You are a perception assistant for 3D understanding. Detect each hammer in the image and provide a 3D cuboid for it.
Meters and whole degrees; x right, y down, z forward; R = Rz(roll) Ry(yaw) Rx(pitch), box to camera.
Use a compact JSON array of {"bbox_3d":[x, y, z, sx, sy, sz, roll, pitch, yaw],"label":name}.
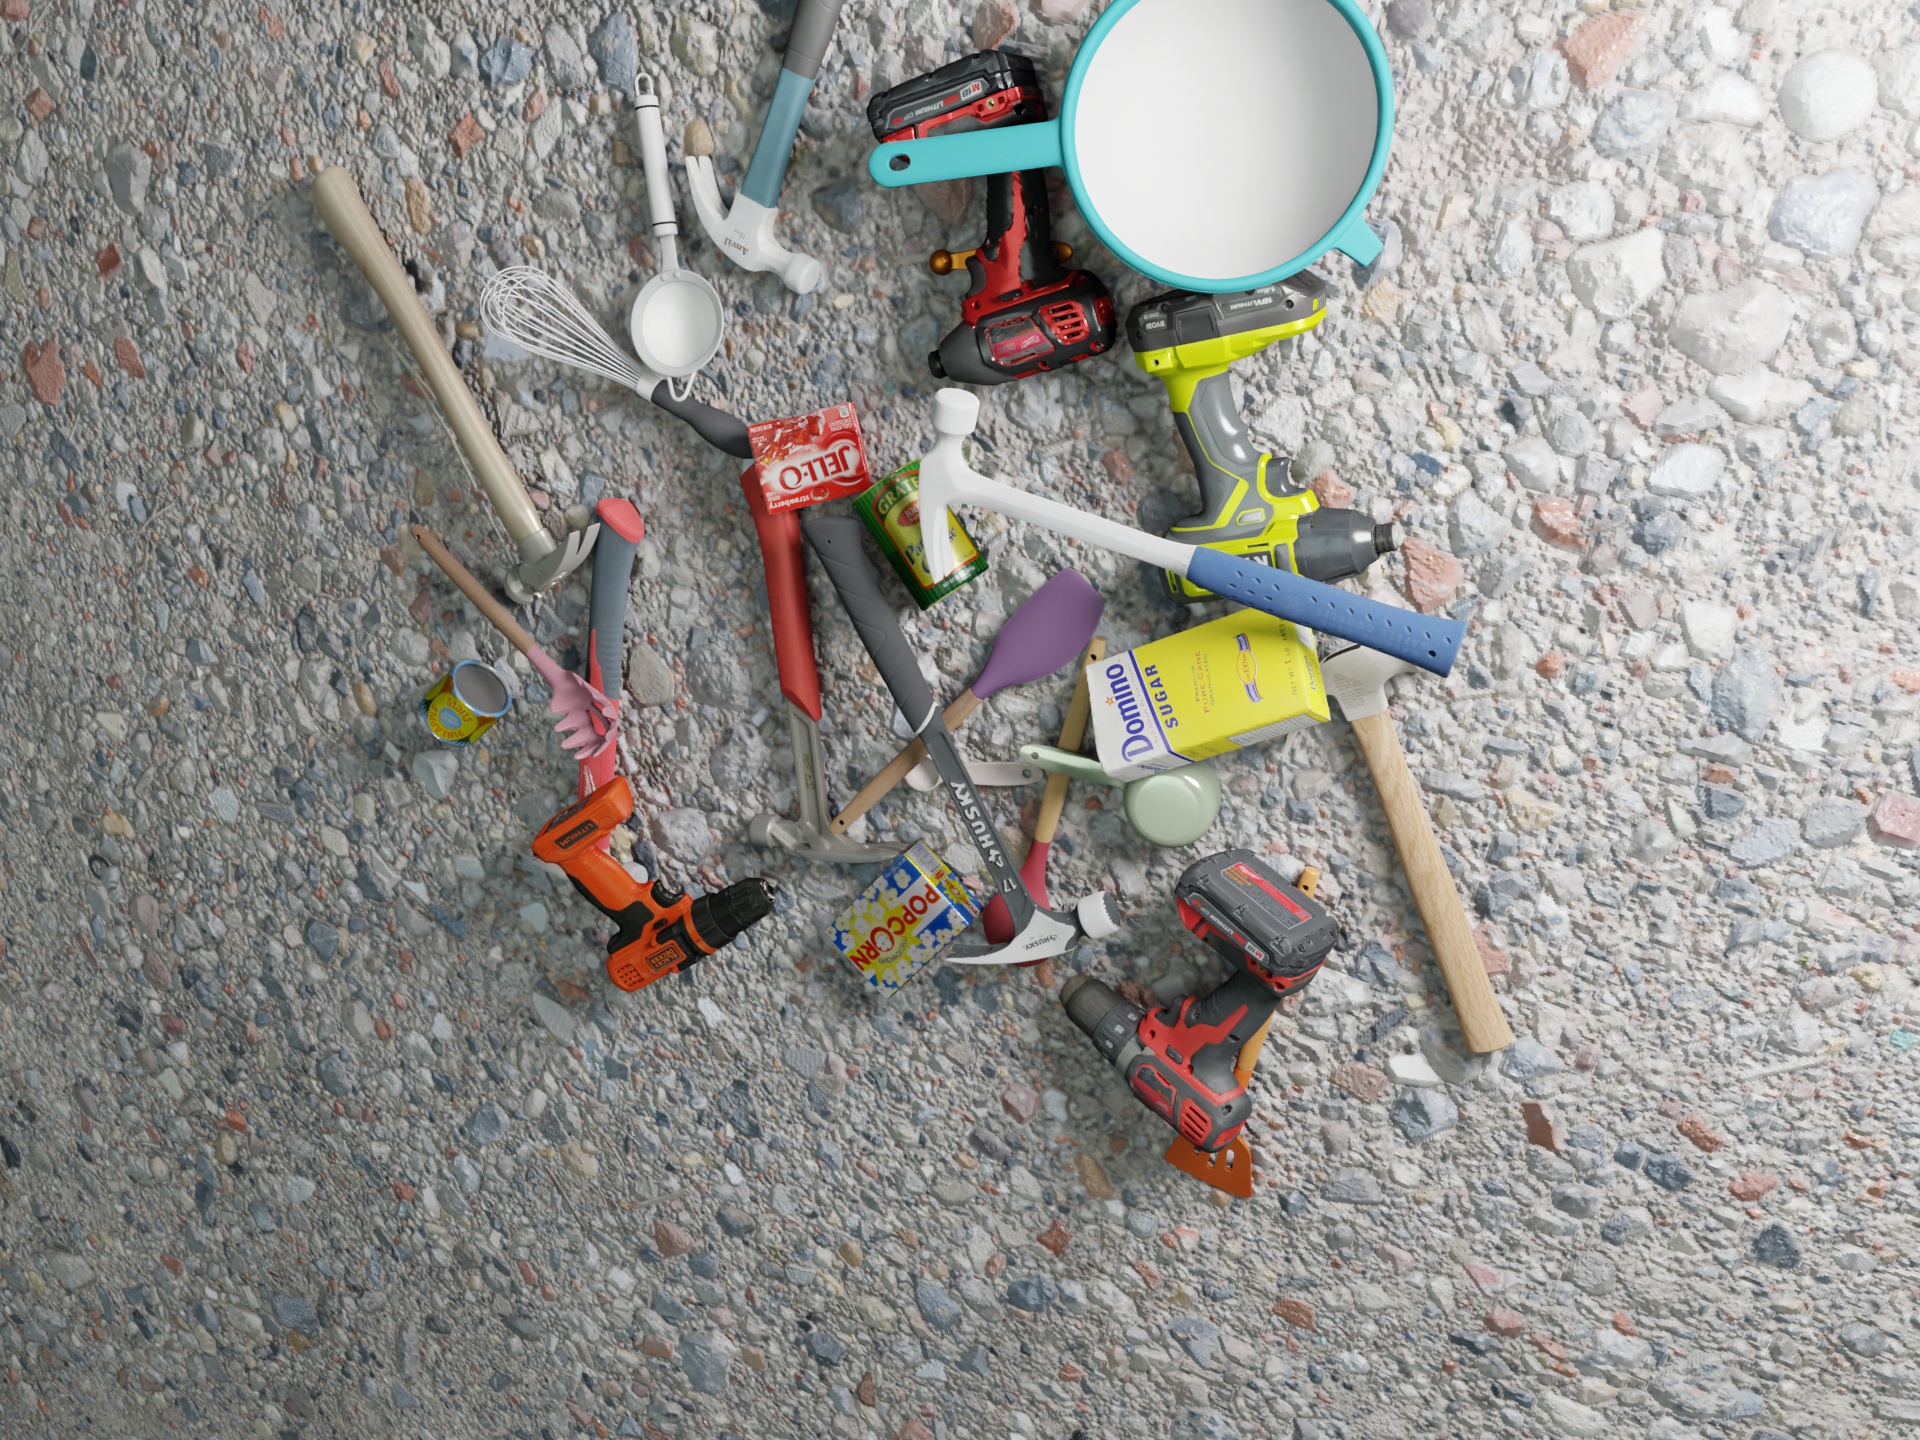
[{"bbox_3d":[-0.116,-0.500,1.195,0.128,0.033,0.331,30,118,12],"label":"hammer"},{"bbox_3d":[-0.133,-0.048,1.365,0.149,0.037,0.359,4,110,24],"label":"hammer"},{"bbox_3d":[0.342,0.100,1.195,0.130,0.031,0.331,-17,101,29],"label":"hammer"},{"bbox_3d":[0.154,-0.111,1.134,0.405,0.035,0.144,21,123,16],"label":"hammer"},{"bbox_3d":[-0.346,-0.021,1.477,0.143,0.038,0.386,19,115,20],"label":"hammer"},{"bbox_3d":[-0.023,0.018,1.294,0.149,0.036,0.409,-24,99,20],"label":"hammer"},{"bbox_3d":[-0.454,-0.307,1.407,0.146,0.038,0.410,-27,93,50],"label":"hammer"}]

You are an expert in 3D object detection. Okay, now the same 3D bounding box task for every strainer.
[{"bbox_3d":[0.112,-0.383,1.066,0.340,0.095,0.211,-3,98,12],"label":"strainer"},{"bbox_3d":[-0.236,-0.390,1.289,0.087,0.050,0.258,-3,101,20],"label":"strainer"}]

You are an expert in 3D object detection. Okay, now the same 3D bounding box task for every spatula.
[{"bbox_3d":[-0.002,-0.004,1.310,0.060,0.018,0.316,47,112,0],"label":"spatula"},{"bbox_3d":[0.242,0.260,1.308,0.081,0.041,0.322,21,112,18],"label":"spatula"}]

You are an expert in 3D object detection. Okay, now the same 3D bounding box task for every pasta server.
[{"bbox_3d":[-0.414,-0.080,1.457,0.316,0.040,0.060,43,111,19],"label":"pasta server"}]

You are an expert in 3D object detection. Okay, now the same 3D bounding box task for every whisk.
[{"bbox_3d":[-0.287,-0.298,1.339,0.284,0.070,0.070,32,119,7],"label":"whisk"}]

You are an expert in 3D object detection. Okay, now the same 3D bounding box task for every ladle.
[{"bbox_3d":[0.076,0.076,1.318,0.069,0.031,0.315,19,114,13],"label":"ladle"}]

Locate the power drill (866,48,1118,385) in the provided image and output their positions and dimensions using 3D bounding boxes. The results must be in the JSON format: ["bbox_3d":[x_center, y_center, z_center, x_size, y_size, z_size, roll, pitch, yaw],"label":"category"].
[{"bbox_3d":[0.018,-0.355,1.152,0.143,0.078,0.219,-13,102,25],"label":"power drill"}]

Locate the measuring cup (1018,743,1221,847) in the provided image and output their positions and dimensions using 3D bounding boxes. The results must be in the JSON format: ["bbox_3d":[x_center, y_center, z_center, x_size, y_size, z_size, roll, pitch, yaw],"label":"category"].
[{"bbox_3d":[0.123,0.052,1.263,0.167,0.038,0.083,16,112,9],"label":"measuring cup"}]

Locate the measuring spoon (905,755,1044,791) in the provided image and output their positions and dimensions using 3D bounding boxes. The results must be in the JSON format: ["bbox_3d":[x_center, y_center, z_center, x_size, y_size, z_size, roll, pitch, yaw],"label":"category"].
[{"bbox_3d":[0.012,0.042,1.345,0.124,0.018,0.034,1,109,18],"label":"measuring spoon"}]

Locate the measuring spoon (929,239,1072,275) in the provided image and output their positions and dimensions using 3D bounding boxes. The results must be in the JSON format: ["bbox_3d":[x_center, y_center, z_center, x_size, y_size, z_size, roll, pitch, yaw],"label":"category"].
[{"bbox_3d":[0.028,-0.347,1.193,0.117,0.011,0.021,3,109,25],"label":"measuring spoon"}]

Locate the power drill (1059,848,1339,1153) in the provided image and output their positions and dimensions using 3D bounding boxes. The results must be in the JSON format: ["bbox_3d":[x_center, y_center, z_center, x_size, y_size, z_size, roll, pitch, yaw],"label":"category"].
[{"bbox_3d":[0.182,0.212,1.277,0.188,0.080,0.226,39,123,30],"label":"power drill"}]

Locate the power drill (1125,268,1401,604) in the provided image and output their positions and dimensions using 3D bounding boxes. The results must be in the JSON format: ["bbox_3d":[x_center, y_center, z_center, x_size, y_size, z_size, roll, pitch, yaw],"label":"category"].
[{"bbox_3d":[0.211,-0.199,1.126,0.171,0.080,0.223,-5,110,28],"label":"power drill"}]
